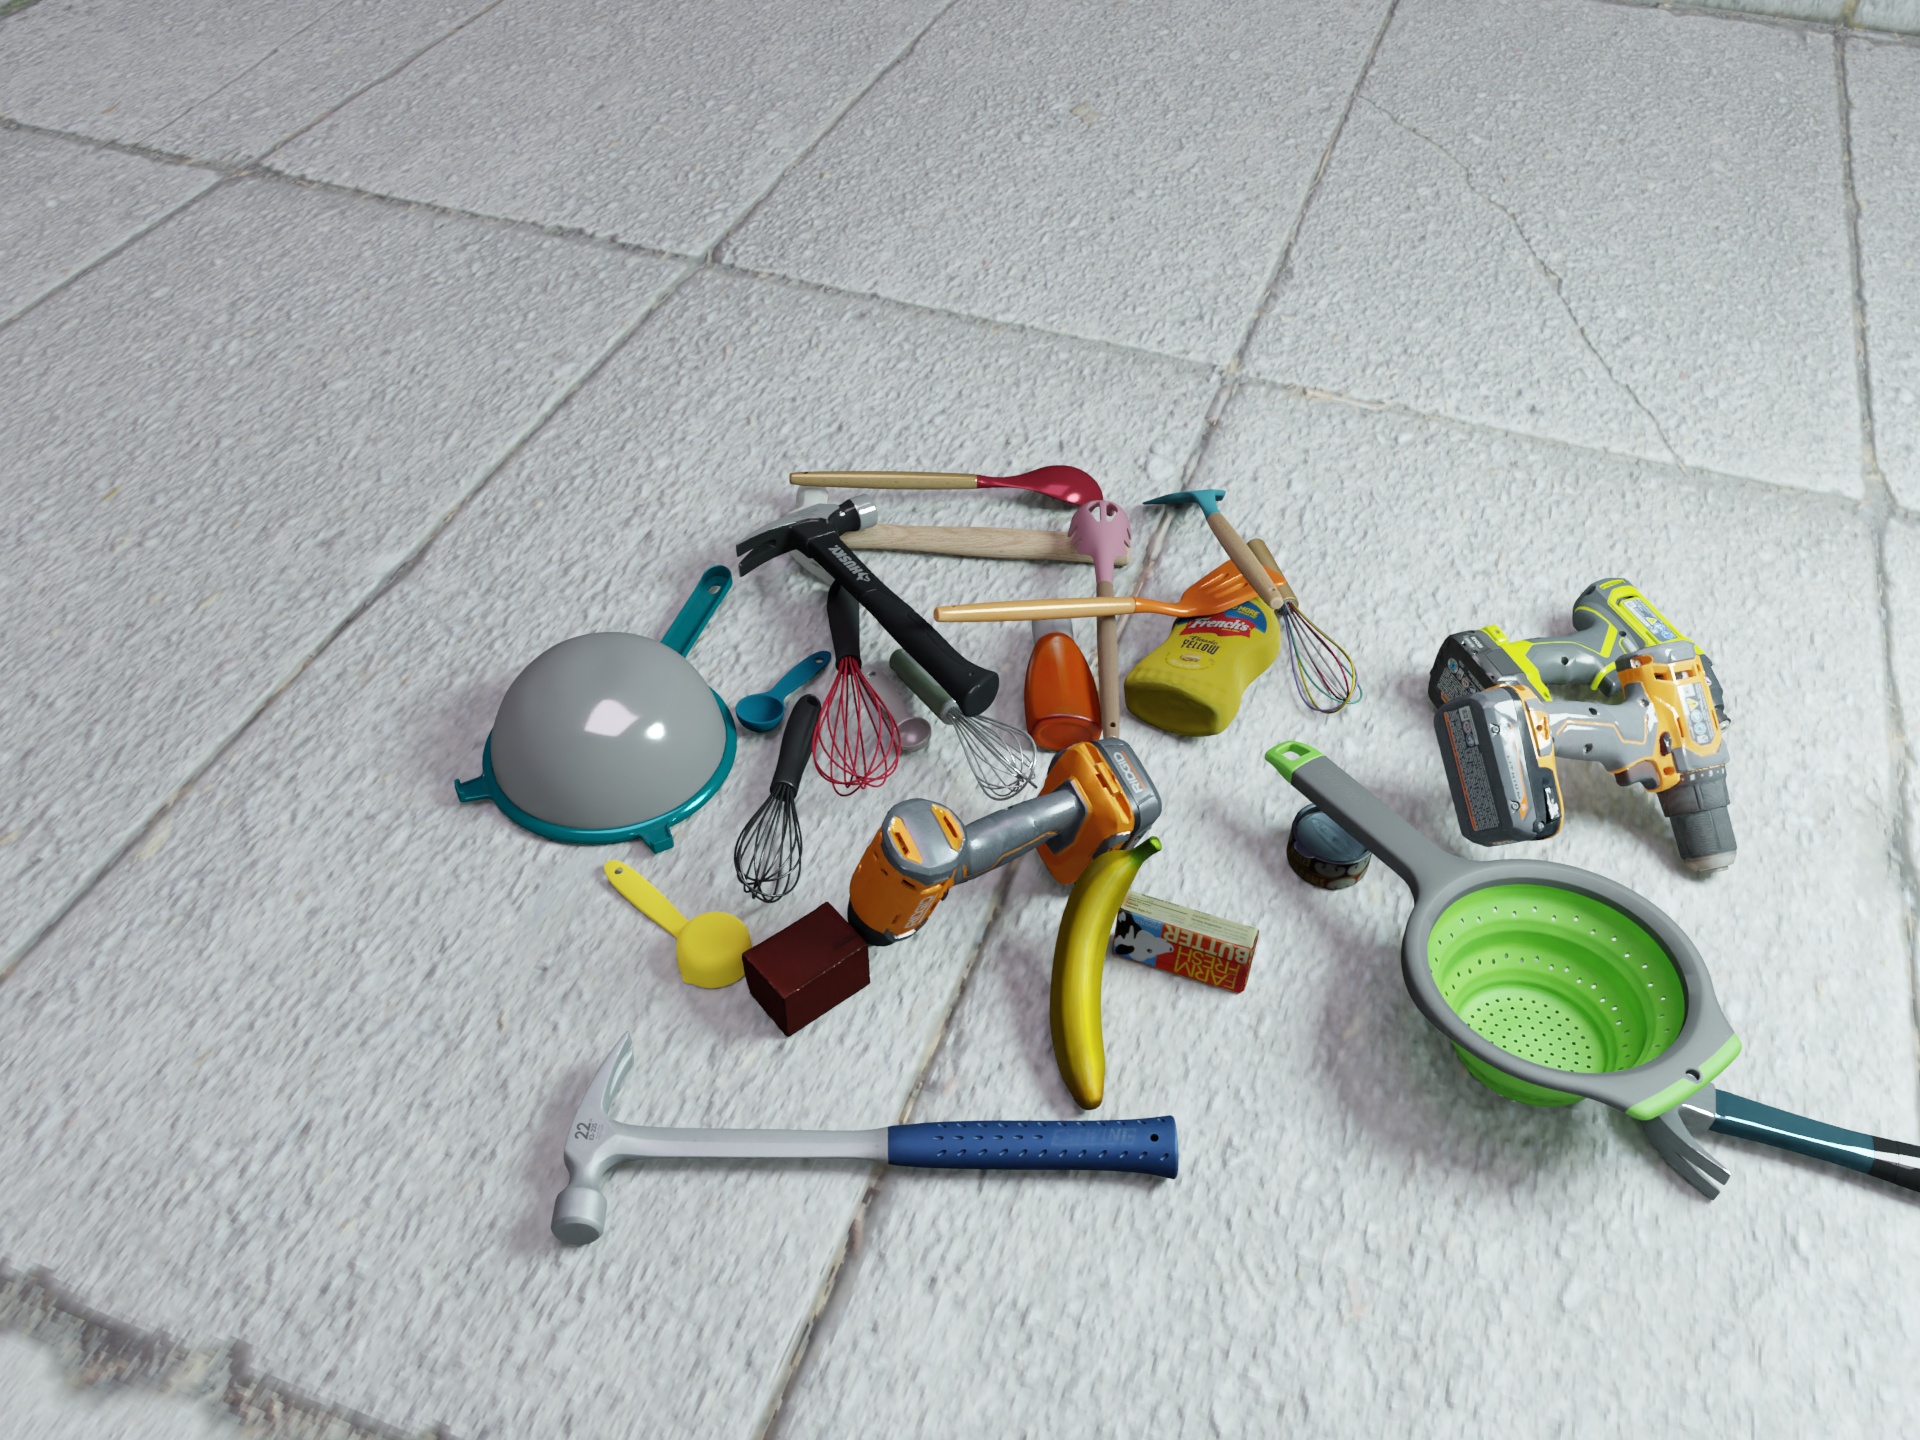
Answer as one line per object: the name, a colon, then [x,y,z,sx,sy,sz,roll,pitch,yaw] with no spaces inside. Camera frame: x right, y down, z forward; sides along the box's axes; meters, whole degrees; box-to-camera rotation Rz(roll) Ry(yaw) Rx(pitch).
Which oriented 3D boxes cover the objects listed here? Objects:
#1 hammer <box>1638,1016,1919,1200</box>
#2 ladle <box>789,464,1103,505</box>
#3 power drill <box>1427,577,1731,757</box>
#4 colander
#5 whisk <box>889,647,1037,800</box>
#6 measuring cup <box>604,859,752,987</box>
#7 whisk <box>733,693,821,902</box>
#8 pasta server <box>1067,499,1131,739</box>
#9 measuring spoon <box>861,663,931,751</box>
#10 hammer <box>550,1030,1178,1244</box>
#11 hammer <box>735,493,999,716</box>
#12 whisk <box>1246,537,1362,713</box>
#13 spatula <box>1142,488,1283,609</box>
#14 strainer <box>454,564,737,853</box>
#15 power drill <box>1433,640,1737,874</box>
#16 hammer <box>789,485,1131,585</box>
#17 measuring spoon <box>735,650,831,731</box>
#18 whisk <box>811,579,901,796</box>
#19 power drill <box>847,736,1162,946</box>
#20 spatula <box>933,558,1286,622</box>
hammer: [0.624,0.294,1.067,0.331,0.033,0.128,15,45,13]
ladle: [-0.011,-0.236,1.568,0.315,0.031,0.069,0,33,-10]
power drill: [0.536,-0.033,1.368,0.223,0.080,0.171,-15,51,-19]
colander: [0.361,0.155,1.162,0.204,0.094,0.398,-24,46,-24]
whisk: [-0.002,-0.004,1.321,0.057,0.059,0.247,28,10,-37]
measuring cup: [-0.219,0.143,1.203,0.157,0.029,0.062,34,53,27]
whisk: [-0.140,0.057,1.284,0.055,0.055,0.239,5,40,4]
pasta server: [0.129,-0.095,1.414,0.060,0.040,0.317,2,48,0]
measuring spoon: [-0.058,-0.010,1.378,0.034,0.018,0.124,-27,43,-8]
hammer: [-0.059,0.279,1.066,0.405,0.035,0.144,1,45,-1]
hammer: [-0.071,-0.099,1.375,0.146,0.035,0.335,-21,41,-23]
whisk: [0.309,-0.093,1.447,0.051,0.047,0.245,-5,42,-9]
spatula: [0.241,-0.163,1.454,0.082,0.044,0.318,-3,29,-7]
strainer: [-0.273,-0.049,1.351,0.211,0.095,0.341,13,47,12]
power drill: [0.500,0.043,1.241,0.226,0.084,0.185,-10,83,-17]
hammer: [-0.002,-0.172,1.527,0.331,0.031,0.130,4,44,2]
measuring spoon: [-0.150,-0.024,1.389,0.042,0.021,0.129,21,39,20]
whisk: [-0.094,-0.037,1.369,0.073,0.073,0.296,-4,38,-5]
power drill: [0.021,0.100,1.180,0.226,0.164,0.084,-16,64,-30]
spatula: [0.127,-0.107,1.368,0.322,0.041,0.081,-5,23,-24]
